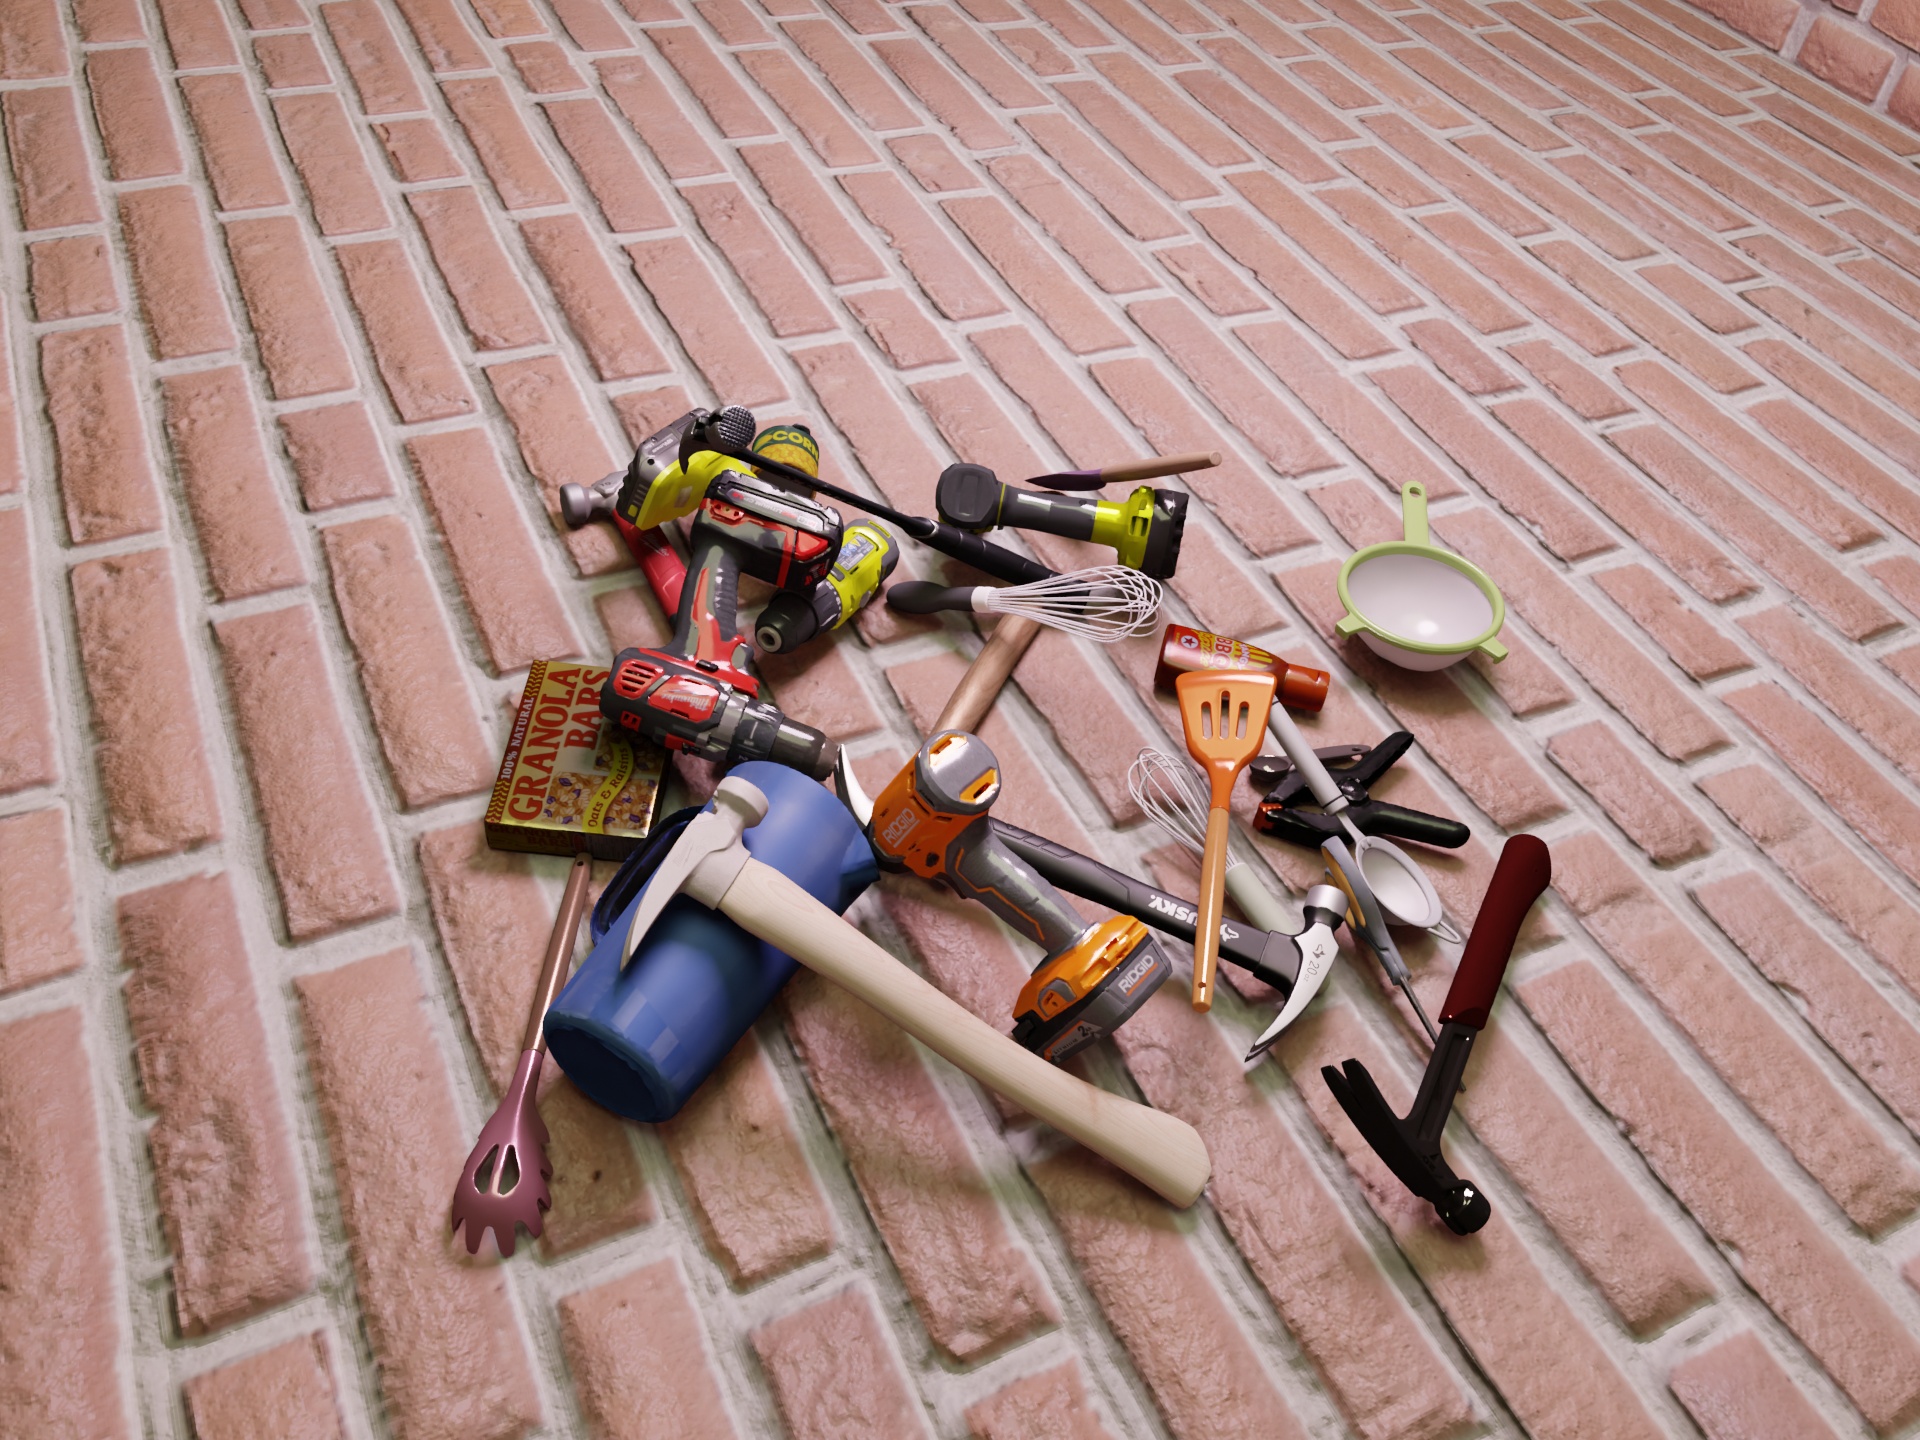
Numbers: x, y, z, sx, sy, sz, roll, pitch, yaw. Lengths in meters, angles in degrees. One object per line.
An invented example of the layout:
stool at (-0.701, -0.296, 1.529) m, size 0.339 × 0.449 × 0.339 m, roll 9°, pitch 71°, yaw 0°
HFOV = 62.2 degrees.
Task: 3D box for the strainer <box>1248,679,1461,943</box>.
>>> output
strainer at (0.299, 0.075, 1.252) m, size 0.087 × 0.050 × 0.258 m, roll -15°, pitch 69°, yaw -51°

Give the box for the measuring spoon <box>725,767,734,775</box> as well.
measuring spoon at (-0.134, 0.064, 1.257) m, size 0.129 × 0.021 × 0.042 m, roll 28°, pitch 48°, yaw 17°

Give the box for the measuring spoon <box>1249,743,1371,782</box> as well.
measuring spoon at (0.299, 0.037, 1.355) m, size 0.124 × 0.018 × 0.034 m, roll -8°, pitch 23°, yaw -24°

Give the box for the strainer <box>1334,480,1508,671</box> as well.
strainer at (0.424, -0.129, 1.498) m, size 0.151 × 0.069 × 0.257 m, roll 9°, pitch 44°, yaw 5°

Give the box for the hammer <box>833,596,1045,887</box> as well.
hammer at (-0.002, -0.004, 1.330) m, size 0.130 × 0.031 × 0.331 m, roll 28°, pitch 44°, yaw 3°

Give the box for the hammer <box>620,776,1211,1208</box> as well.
hammer at (-0.020, 0.203, 1.034) m, size 0.410 × 0.038 × 0.146 m, roll 33°, pitch 57°, yaw -3°

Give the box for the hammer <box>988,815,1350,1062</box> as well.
hammer at (0.110, 0.129, 1.176) m, size 0.335 × 0.035 × 0.146 m, roll 22°, pitch 58°, yaw 10°

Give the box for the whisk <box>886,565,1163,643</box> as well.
whisk at (0.048, -0.102, 1.369) m, size 0.285 × 0.070 × 0.070 m, roll 5°, pitch 37°, yaw 37°

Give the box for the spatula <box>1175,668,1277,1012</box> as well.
spatula at (0.188, 0.080, 1.174) m, size 0.081 × 0.041 × 0.323 m, roll 0°, pitch 41°, yaw 14°

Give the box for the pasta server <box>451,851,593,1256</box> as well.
pasta server at (-0.287, 0.212, 1.088) m, size 0.060 × 0.040 × 0.317 m, roll 5°, pitch 41°, yaw -3°

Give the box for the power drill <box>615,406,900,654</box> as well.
power drill at (-0.184, -0.161, 1.396) m, size 0.228 × 0.080 × 0.191 m, roll 37°, pitch 40°, yaw 4°

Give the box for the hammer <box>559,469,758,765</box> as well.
hammer at (-0.228, -0.101, 1.401) m, size 0.143 × 0.038 × 0.387 m, roll -15°, pitch 49°, yaw -24°

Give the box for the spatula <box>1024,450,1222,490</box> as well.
spatula at (0.149, -0.226, 1.455) m, size 0.059 × 0.018 × 0.316 m, roll 11°, pitch -1°, yaw -24°

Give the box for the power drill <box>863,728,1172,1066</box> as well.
power drill at (0.025, 0.128, 1.118) m, size 0.226 × 0.164 × 0.084 m, roll 48°, pitch 54°, yaw 5°

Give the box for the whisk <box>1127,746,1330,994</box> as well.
whisk at (0.208, 0.114, 1.241) m, size 0.058 × 0.059 × 0.247 m, roll -21°, pitch 57°, yaw -22°

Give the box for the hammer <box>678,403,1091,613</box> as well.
hammer at (-0.054, -0.171, 1.369) m, size 0.408 × 0.149 × 0.036 m, roll 20°, pitch 81°, yaw -29°

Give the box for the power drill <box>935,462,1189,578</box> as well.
power drill at (0.090, -0.189, 1.472) m, size 0.223 × 0.080 × 0.171 m, roll 11°, pitch 4°, yaw 1°

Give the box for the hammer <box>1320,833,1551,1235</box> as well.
hammer at (0.367, 0.190, 1.156) m, size 0.149 × 0.036 × 0.359 m, roll 50°, pitch 44°, yaw -9°

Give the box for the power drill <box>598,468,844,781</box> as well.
power drill at (-0.161, -0.067, 1.262) m, size 0.188 × 0.080 × 0.227 m, roll 21°, pitch 66°, yaw -4°
